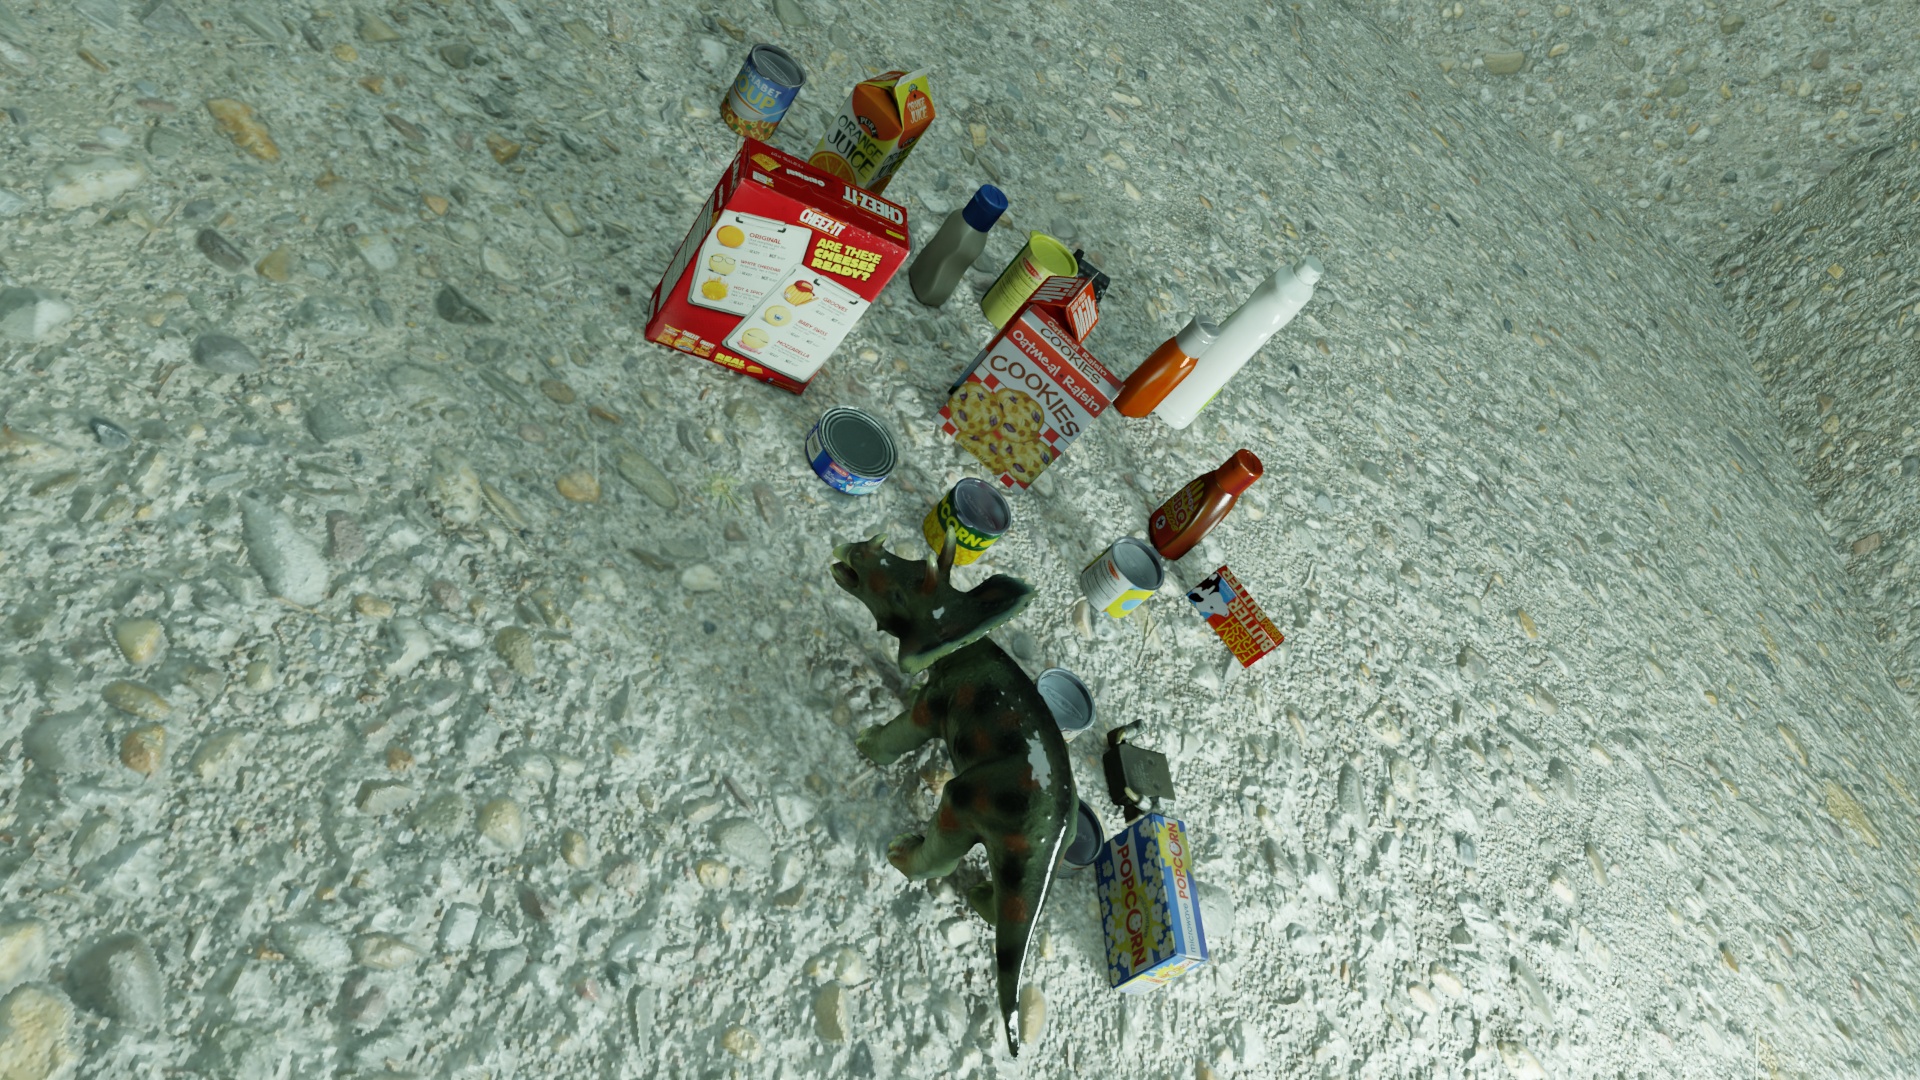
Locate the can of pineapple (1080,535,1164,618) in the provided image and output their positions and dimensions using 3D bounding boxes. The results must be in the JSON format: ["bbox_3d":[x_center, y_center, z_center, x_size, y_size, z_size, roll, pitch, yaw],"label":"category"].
[{"bbox_3d":[0.167,0.038,1.421,0.071,0.057,0.071,22,45,-24],"label":"can of pineapple"}]

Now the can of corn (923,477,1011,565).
[{"bbox_3d":[0.005,-0.017,1.335,0.071,0.058,0.071,22,45,-24],"label":"can of corn"}]

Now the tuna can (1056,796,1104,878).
[{"bbox_3d":[0.088,0.252,1.196,0.071,0.032,0.071,22,45,-24],"label":"tuna can"}]

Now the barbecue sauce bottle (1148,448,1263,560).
[{"bbox_3d":[0.265,-0.042,1.497,0.043,0.147,0.065,20,46,-26],"label":"barbecue sauce bottle"}]

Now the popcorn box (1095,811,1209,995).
[{"bbox_3d":[0.158,0.306,1.169,0.038,0.084,0.127,18,47,-27],"label":"popcorn box"}]

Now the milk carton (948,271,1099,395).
[{"bbox_3d":[0.076,-0.205,1.449,0.073,0.189,0.073,41,41,-4],"label":"milk carton"}]

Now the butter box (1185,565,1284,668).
[{"bbox_3d":[0.295,0.082,1.491,0.103,0.053,0.024,52,41,9],"label":"butter box"}]

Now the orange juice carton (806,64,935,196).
[{"bbox_3d":[-0.095,-0.436,1.502,0.073,0.191,0.072,46,41,1],"label":"orange juice carton"}]

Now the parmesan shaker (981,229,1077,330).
[{"bbox_3d":[0.076,-0.294,1.590,0.071,0.102,0.072,22,45,-24],"label":"parmesan shaker"}]

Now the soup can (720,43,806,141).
[{"bbox_3d":[-0.220,-0.493,1.531,0.071,0.083,0.072,22,45,-24],"label":"soup can"}]

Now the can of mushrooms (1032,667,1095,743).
[{"bbox_3d":[0.088,0.154,1.278,0.071,0.033,0.071,22,45,-24],"label":"can of mushrooms"}]

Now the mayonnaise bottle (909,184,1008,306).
[{"bbox_3d":[-0.002,-0.325,1.518,0.041,0.147,0.065,9,51,-34],"label":"mayonnaise bottle"}]

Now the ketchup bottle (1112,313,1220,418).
[{"bbox_3d":[0.241,-0.202,1.611,0.065,0.148,0.043,-8,62,-43],"label":"ketchup bottle"}]

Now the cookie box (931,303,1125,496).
[{"bbox_3d":[0.067,-0.140,1.405,0.123,0.166,0.040,42,41,-2],"label":"cookie box"}]

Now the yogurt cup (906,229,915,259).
[{"bbox_3d":[-0.091,-0.317,1.512,0.072,0.053,0.073,22,45,-24],"label":"yogurt cup"}]
